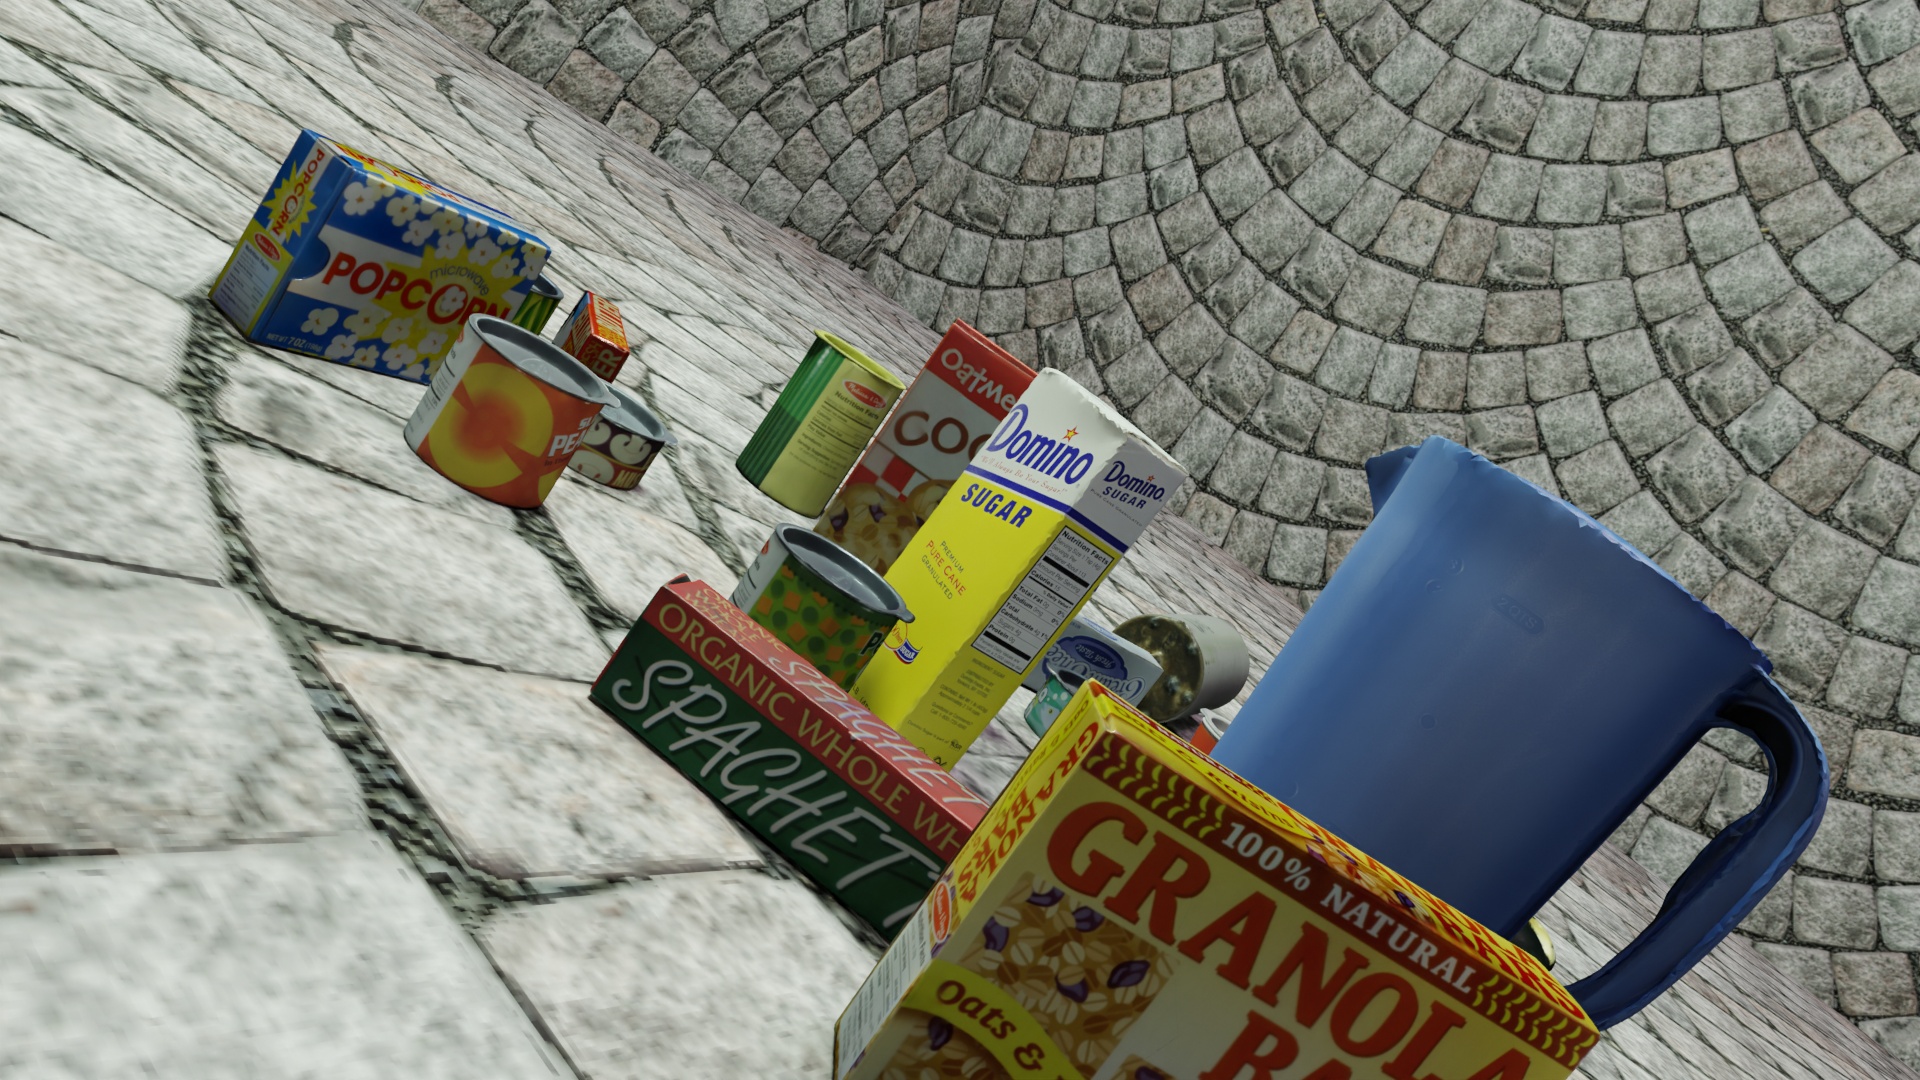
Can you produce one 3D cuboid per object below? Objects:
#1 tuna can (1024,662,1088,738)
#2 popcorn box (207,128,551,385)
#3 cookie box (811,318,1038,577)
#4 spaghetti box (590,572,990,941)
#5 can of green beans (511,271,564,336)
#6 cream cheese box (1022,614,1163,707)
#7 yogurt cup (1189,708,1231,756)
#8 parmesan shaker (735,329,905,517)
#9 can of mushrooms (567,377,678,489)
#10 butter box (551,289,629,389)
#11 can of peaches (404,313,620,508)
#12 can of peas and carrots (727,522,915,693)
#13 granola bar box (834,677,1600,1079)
[{"bbox_3d":[0.069,0.103,0.793,0.071,0.032,0.071,34,10,-6],"label":"tuna can"},{"bbox_3d":[-0.254,-0.120,0.623,0.038,0.085,0.127,39,10,21],"label":"popcorn box"},{"bbox_3d":[0.003,-0.009,0.707,0.123,0.167,0.040,35,9,0],"label":"cookie box"},{"bbox_3d":[-0.014,0.104,0.460,0.250,0.050,0.029,37,9,10],"label":"spaghetti box"},{"bbox_3d":[-0.250,-0.120,0.720,0.071,0.057,0.071,34,10,-6],"label":"can of green beans"},{"bbox_3d":[0.073,0.077,0.869,0.104,0.053,0.024,29,11,-31],"label":"cream cheese box"},{"bbox_3d":[0.159,0.145,0.830,0.072,0.054,0.072,34,10,-6],"label":"yogurt cup"},{"bbox_3d":[-0.093,-0.076,0.896,0.071,0.103,0.071,34,9,-6],"label":"parmesan shaker"},{"bbox_3d":[-0.183,-0.056,0.708,0.071,0.033,0.071,34,10,-6],"label":"can of mushrooms"},{"bbox_3d":[-0.211,-0.102,0.777,0.024,0.053,0.104,31,11,-26],"label":"butter box"},{"bbox_3d":[-0.192,-0.054,0.595,0.071,0.058,0.071,34,10,-6],"label":"can of peaches"},{"bbox_3d":[-0.064,0.036,0.592,0.071,0.058,0.071,34,10,-6],"label":"can of peas and carrots"},{"bbox_3d":[0.067,0.132,0.378,0.165,0.124,0.039,33,9,-12],"label":"granola bar box"}]
